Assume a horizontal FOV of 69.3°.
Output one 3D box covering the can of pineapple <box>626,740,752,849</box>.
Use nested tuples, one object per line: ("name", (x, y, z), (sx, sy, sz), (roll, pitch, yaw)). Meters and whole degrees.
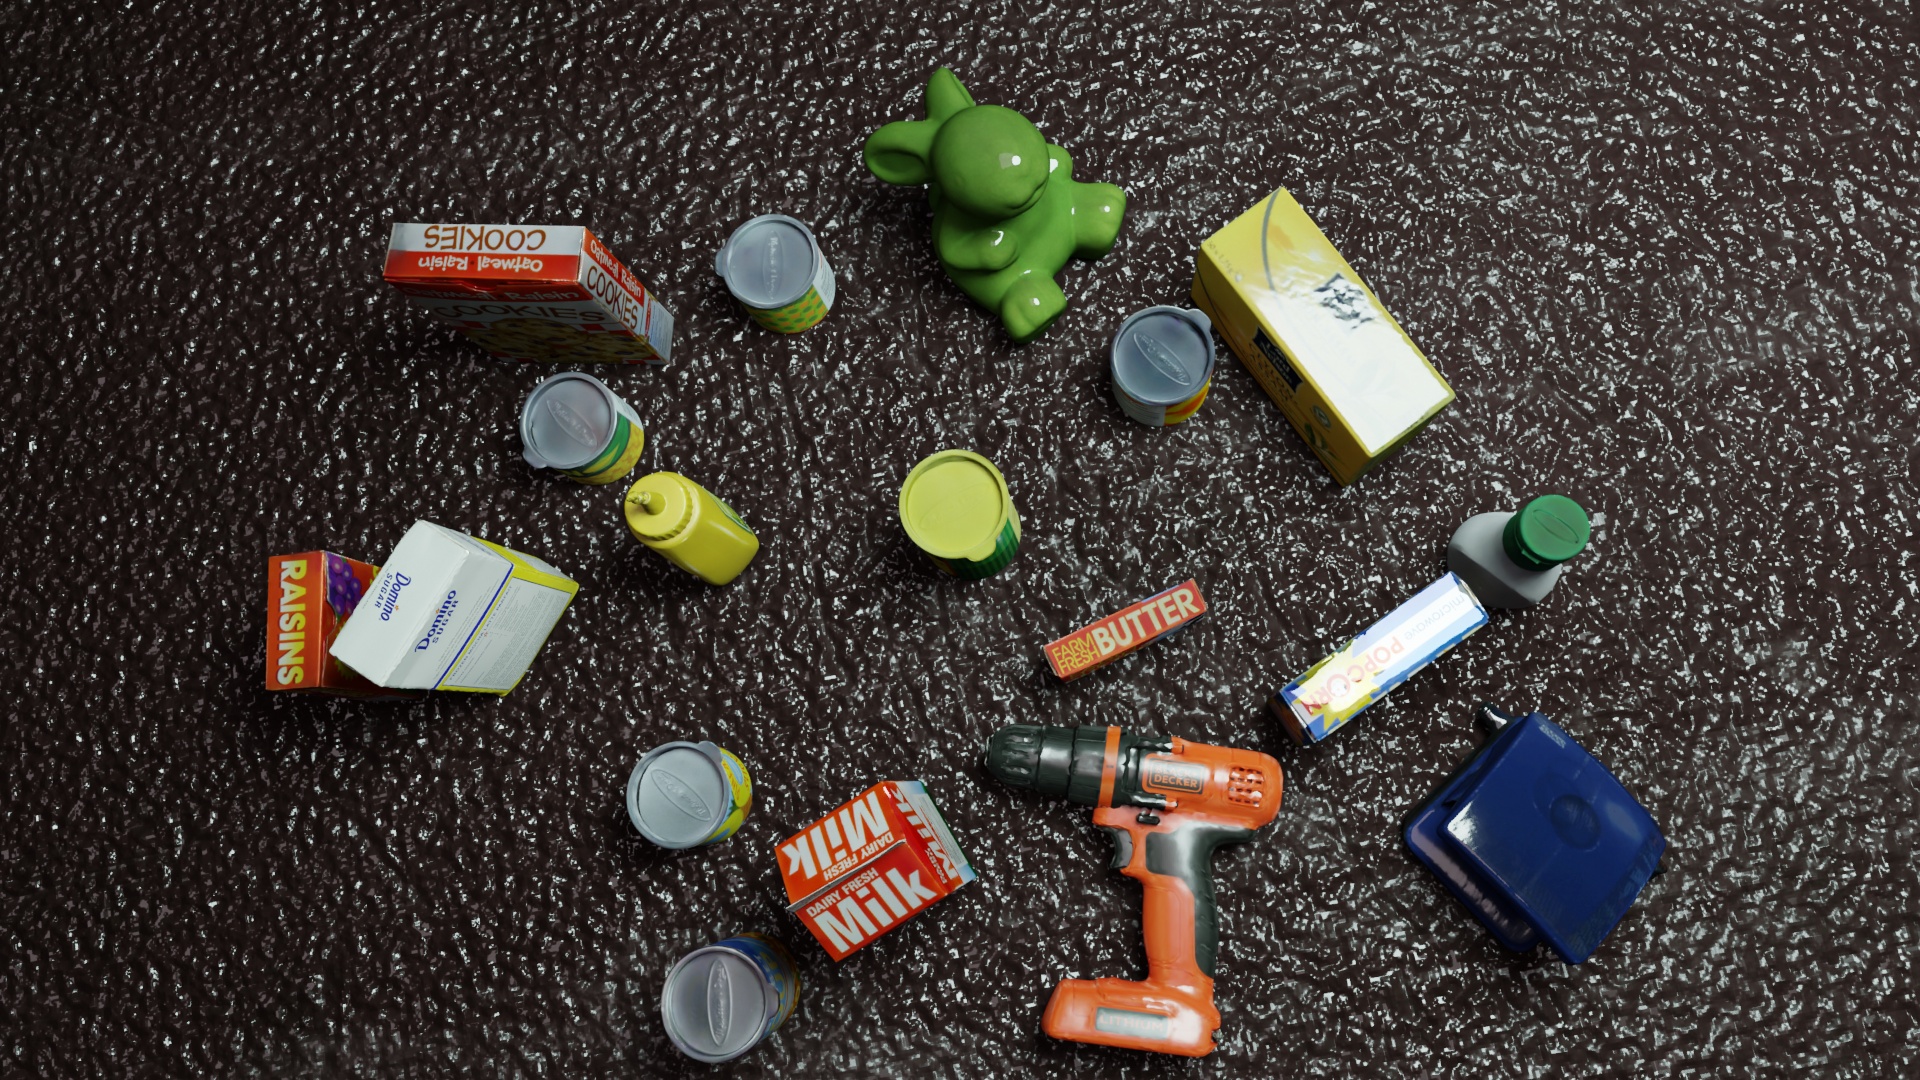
("can of pineapple", (-0.170, 0.162, 0.887), (0.071, 0.058, 0.071), (-1, 80, 6))

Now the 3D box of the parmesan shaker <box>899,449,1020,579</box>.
("parmesan shaker", (0.003, -0.011, 0.877), (0.071, 0.103, 0.071), (-1, 80, 6))

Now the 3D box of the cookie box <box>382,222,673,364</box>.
("cookie box", (-0.273, -0.156, 0.903), (0.123, 0.167, 0.040), (2, 80, 7))

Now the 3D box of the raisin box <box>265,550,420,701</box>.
("raisin box", (-0.396, 0.059, 0.899), (0.040, 0.123, 0.086), (-4, 79, 6))

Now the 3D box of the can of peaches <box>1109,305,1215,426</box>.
("can of peaches", (0.133, -0.114, 0.905), (0.071, 0.058, 0.071), (-1, 80, 6))

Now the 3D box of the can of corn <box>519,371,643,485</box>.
("can of corn", (-0.257, -0.072, 0.941), (0.071, 0.058, 0.071), (-1, 80, 6))

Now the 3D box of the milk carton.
("milk carton", (-0.048, 0.187, 0.801), (0.072, 0.190, 0.073), (-32, 78, 0))

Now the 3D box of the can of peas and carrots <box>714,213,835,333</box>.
("can of peas and carrots", (-0.125, -0.180, 0.946), (0.071, 0.058, 0.071), (-1, 80, 6))

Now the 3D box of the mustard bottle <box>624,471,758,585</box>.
("mustard bottle", (-0.173, -0.012, 0.868), (0.065, 0.160, 0.049), (41, 87, 12))

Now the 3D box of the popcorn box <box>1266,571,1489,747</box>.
("popcorn box", (0.250, 0.074, 0.842), (0.127, 0.085, 0.038), (-35, 78, -1))

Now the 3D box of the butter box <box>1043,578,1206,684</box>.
("butter box", (0.104, 0.058, 0.878), (0.103, 0.053, 0.024), (-25, 78, 1))

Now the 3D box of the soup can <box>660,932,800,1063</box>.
("soup can", (-0.135, 0.277, 0.848), (0.071, 0.083, 0.071), (-1, 80, 6))

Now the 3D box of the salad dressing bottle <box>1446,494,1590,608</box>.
("salad dressing bottle", (0.327, 0.006, 0.814), (0.064, 0.147, 0.044), (38, 86, 11))
